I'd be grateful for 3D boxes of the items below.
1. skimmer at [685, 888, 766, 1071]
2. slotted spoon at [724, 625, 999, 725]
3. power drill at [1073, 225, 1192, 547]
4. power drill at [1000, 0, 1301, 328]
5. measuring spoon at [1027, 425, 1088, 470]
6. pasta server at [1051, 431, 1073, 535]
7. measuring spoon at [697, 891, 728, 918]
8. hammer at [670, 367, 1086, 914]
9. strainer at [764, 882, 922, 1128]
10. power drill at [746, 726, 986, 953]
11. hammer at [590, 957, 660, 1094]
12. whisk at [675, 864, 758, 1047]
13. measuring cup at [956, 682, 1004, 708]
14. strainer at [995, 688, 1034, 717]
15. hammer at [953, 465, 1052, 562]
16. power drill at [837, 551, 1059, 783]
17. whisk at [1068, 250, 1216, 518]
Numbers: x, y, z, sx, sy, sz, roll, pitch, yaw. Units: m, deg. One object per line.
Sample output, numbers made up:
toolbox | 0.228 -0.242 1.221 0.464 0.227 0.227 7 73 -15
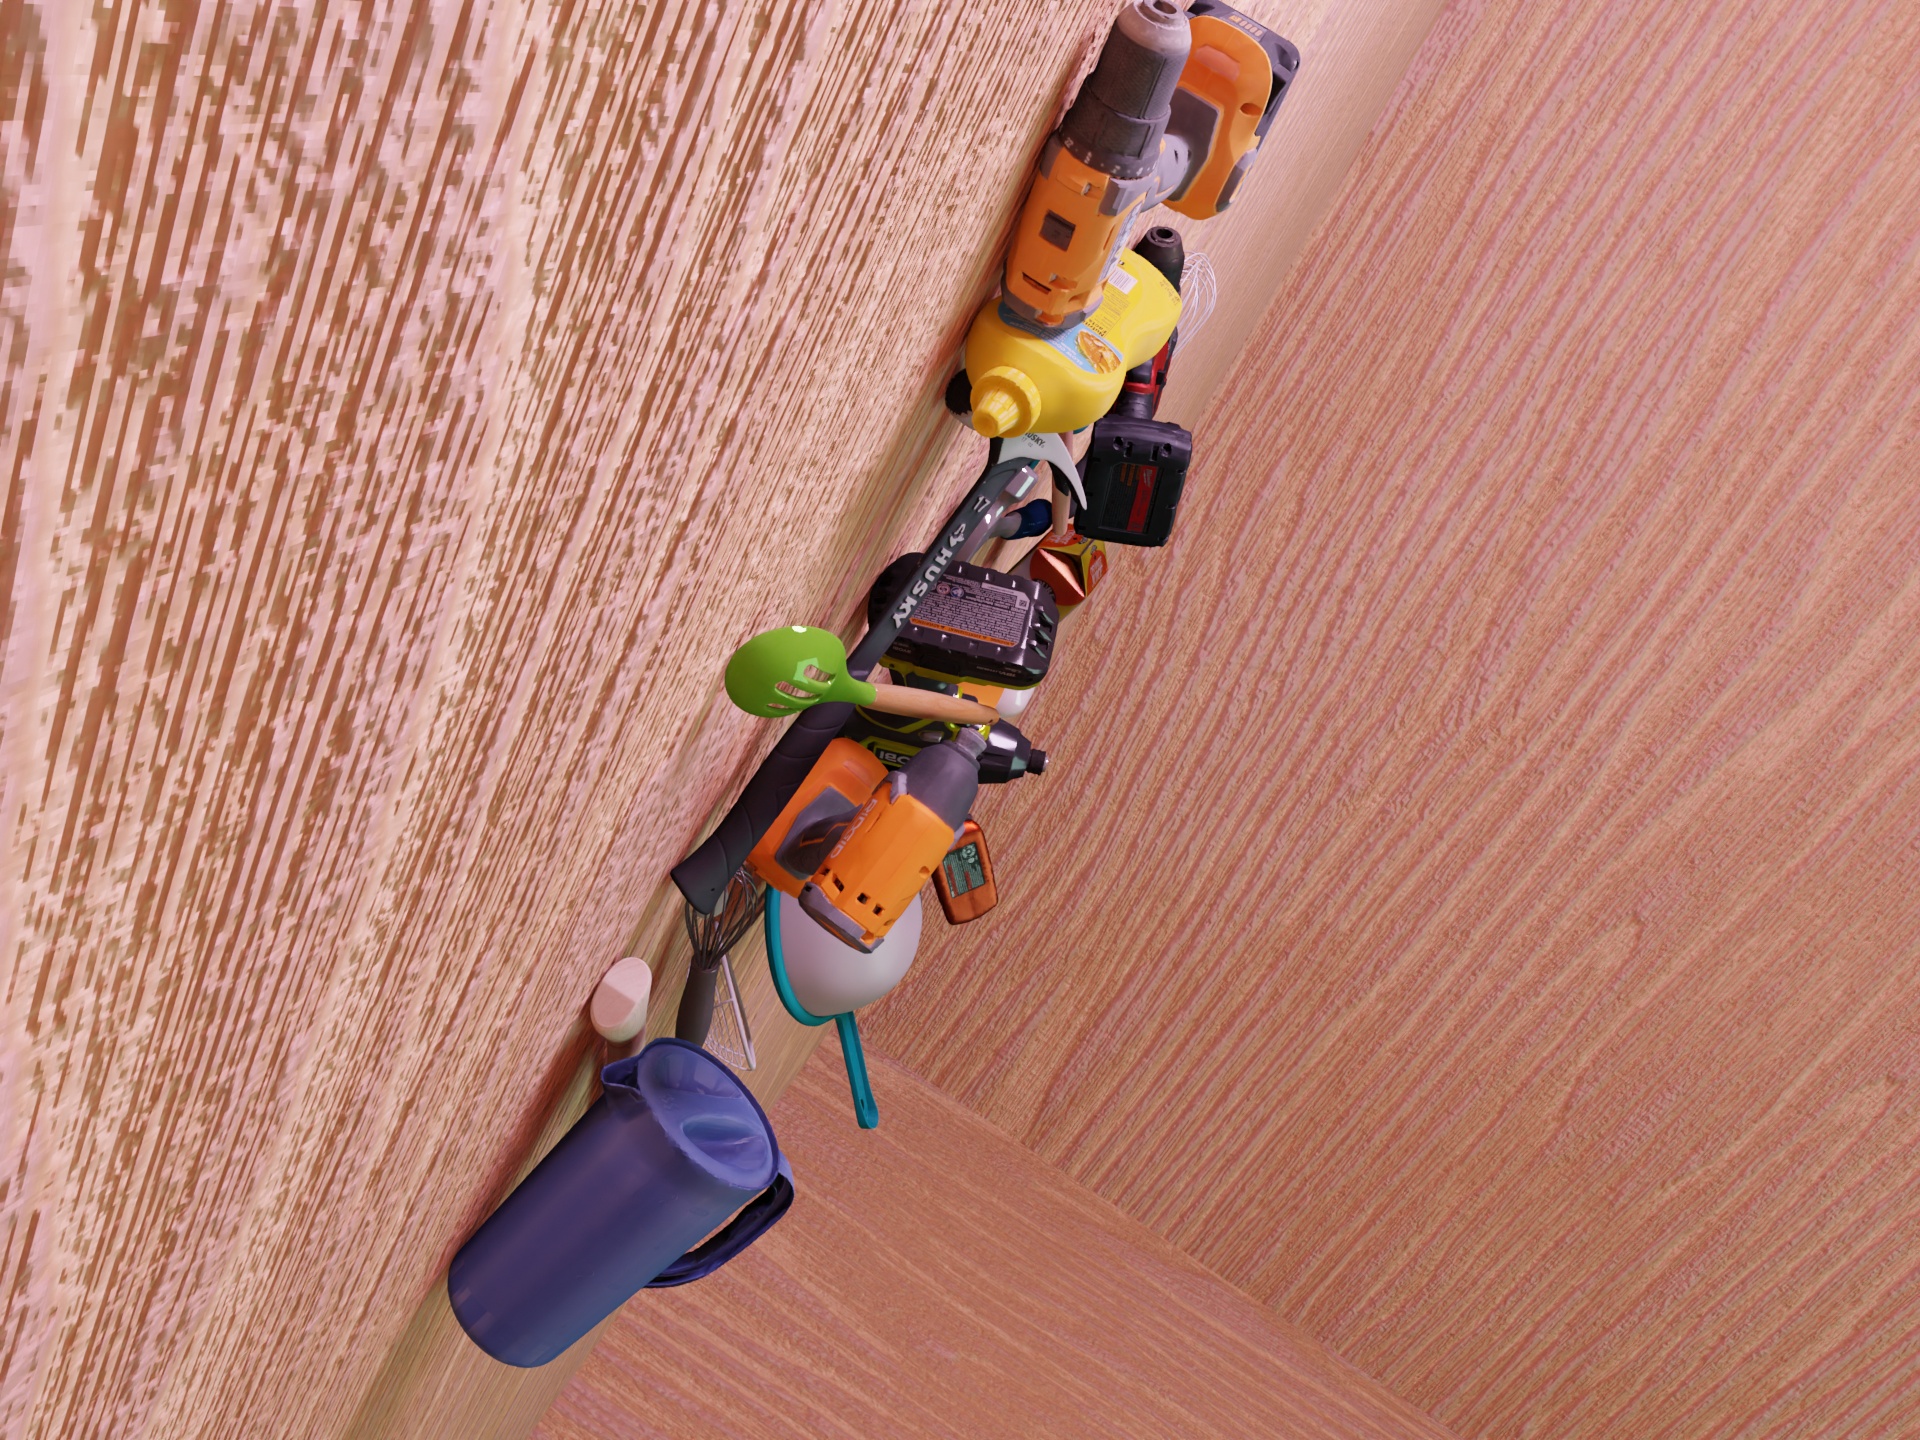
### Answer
skimmer | -0.140 0.155 1.435 0.363 0.090 0.127 -55 146 -44
slotted spoon | -0.046 -0.015 1.019 0.070 0.031 0.313 -43 159 17
power drill | 0.149 -0.276 1.315 0.187 0.080 0.227 99 0 -51
power drill | 0.116 -0.345 0.915 0.226 0.084 0.185 -47 168 -41
measuring spoon | 0.090 -0.256 1.499 0.129 0.021 0.042 -54 174 -24
pasta server | 0.094 -0.236 1.345 0.316 0.040 0.060 85 15 -68
measuring spoon | -0.170 0.105 1.251 0.124 0.018 0.034 -58 175 2
hammer | -0.065 -0.036 1.058 0.409 0.036 0.149 -53 143 10
strainer | -0.078 0.223 1.423 0.211 0.095 0.340 -53 137 -62
power drill | -0.068 0.066 1.118 0.164 0.084 0.226 -53 -159 -10
hammer | -0.261 0.263 1.257 0.146 0.038 0.410 -56 175 -30
whisk | -0.194 0.189 1.227 0.055 0.055 0.238 -52 166 -47
measuring cup | -0.002 -0.005 1.417 0.095 0.052 0.173 -61 179 -1
strainer | 0.035 -0.059 1.471 0.087 0.050 0.258 -16 151 -4
hammer | 0.038 -0.170 1.419 0.144 0.035 0.405 -53 177 13
power drill | -0.003 -0.025 1.218 0.223 0.171 0.080 105 -1 -60
whisk | 0.162 -0.315 1.521 0.284 0.070 0.070 -62 173 25
